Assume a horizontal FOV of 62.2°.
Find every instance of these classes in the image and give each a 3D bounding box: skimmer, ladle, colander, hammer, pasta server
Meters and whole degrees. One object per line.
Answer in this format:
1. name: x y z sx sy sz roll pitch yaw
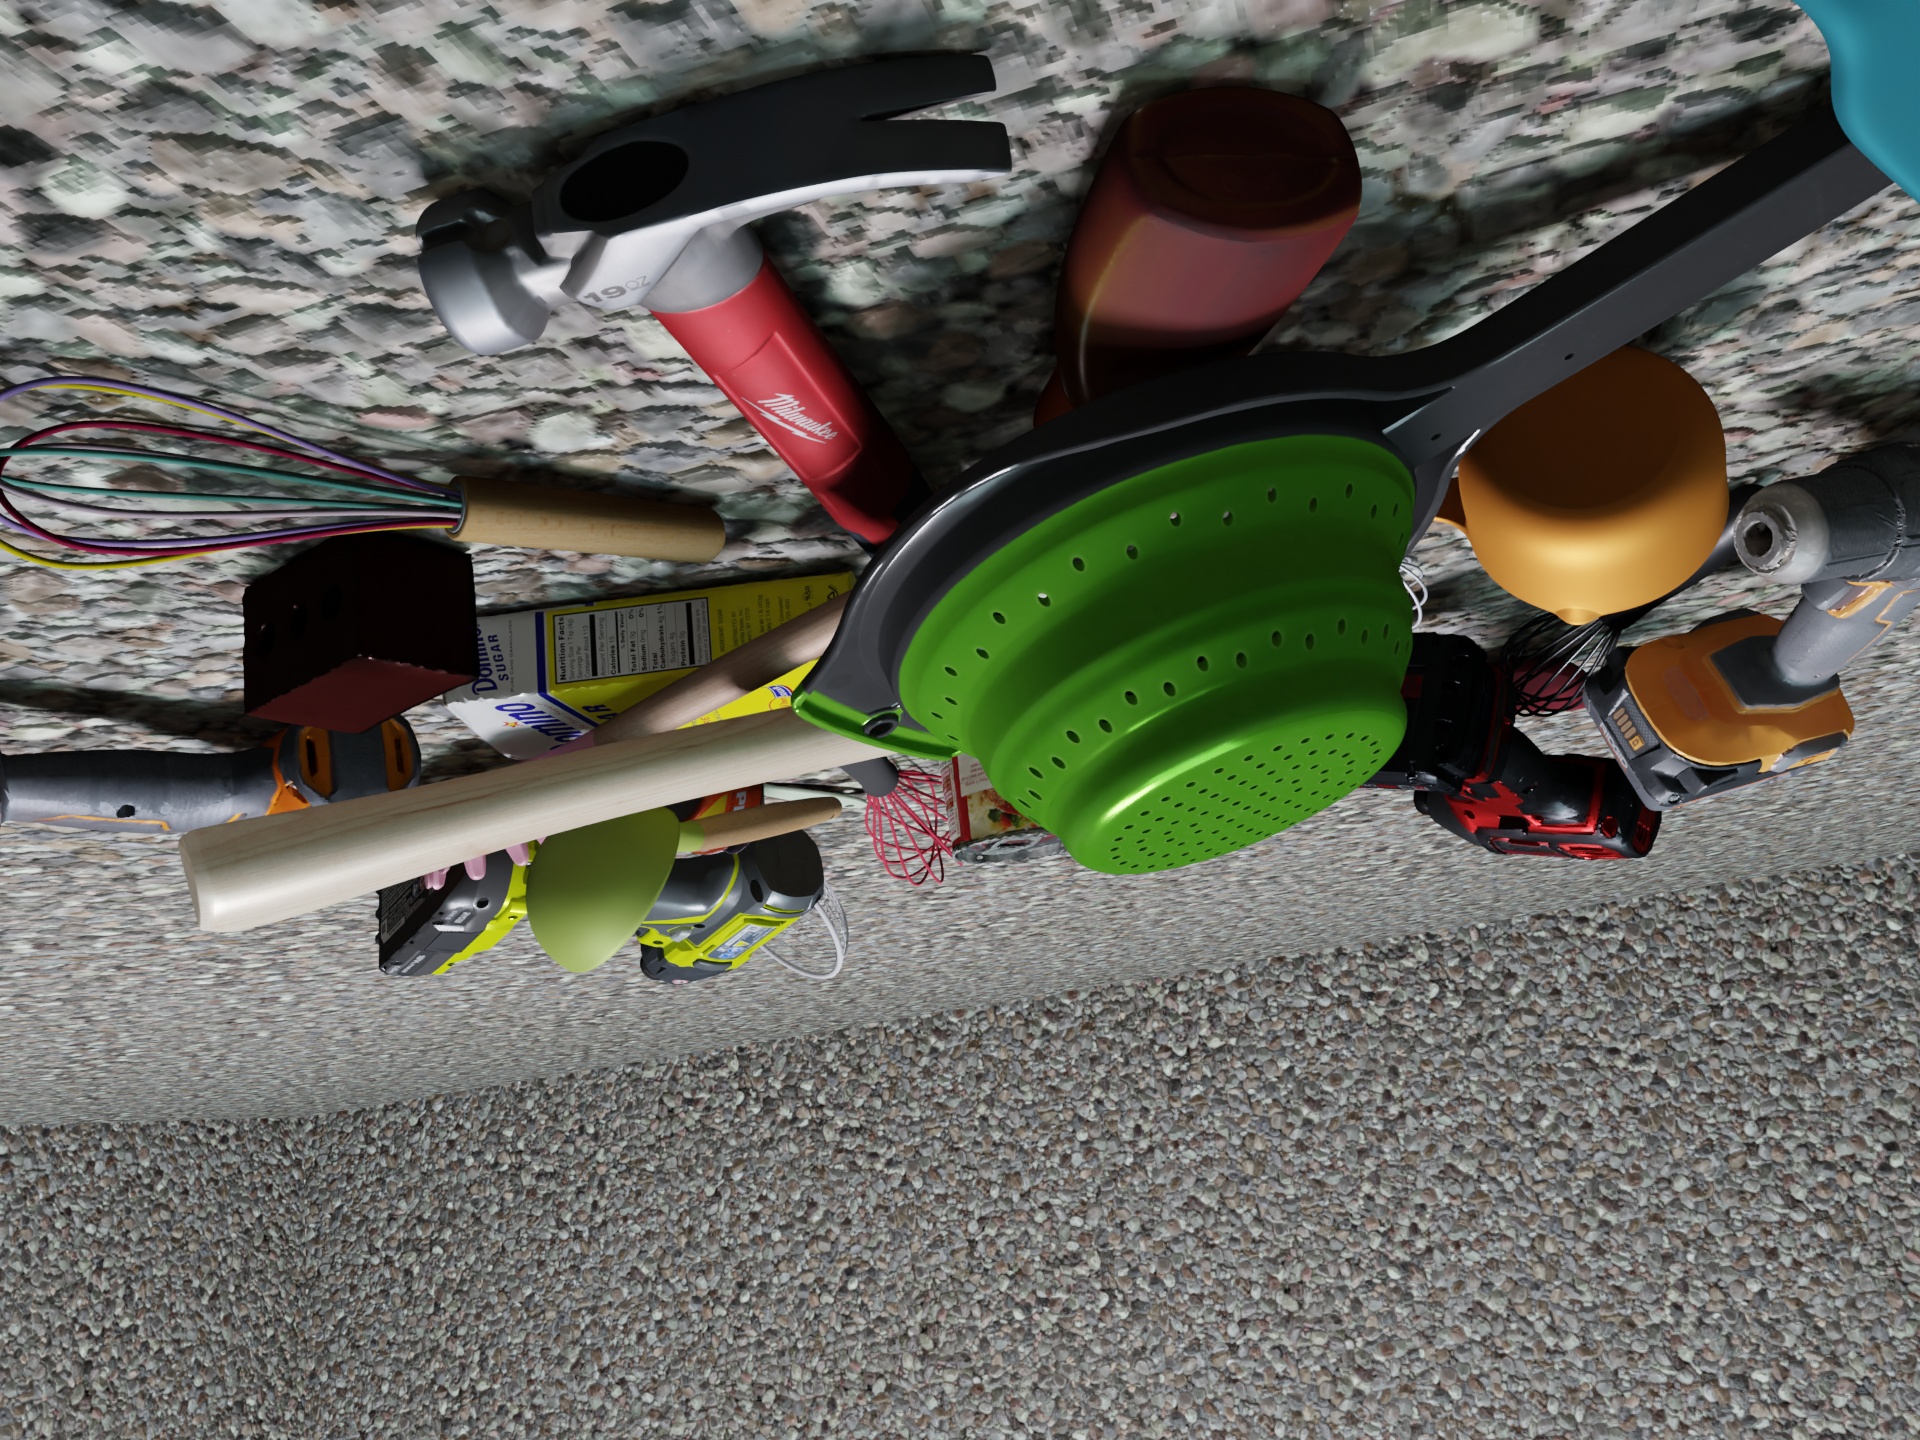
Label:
1. skimmer: -0.199 0.111 1.058 0.127 0.090 0.363 21 179 32
2. ladle: -0.112 0.063 0.779 0.078 0.062 0.320 -46 169 12
3. colander: 0.136 -0.053 0.468 0.397 0.095 0.204 -31 155 23
4. hammer: -0.066 0.005 0.596 0.410 0.038 0.146 -14 165 -31
5. ladle: 0.225 -0.016 0.932 0.315 0.031 0.069 -3 163 -10
6. hammer: -0.016 -0.083 0.543 0.143 0.038 0.386 -13 164 11
7. pasta server: -0.125 0.007 0.650 0.316 0.040 0.060 -24 173 36

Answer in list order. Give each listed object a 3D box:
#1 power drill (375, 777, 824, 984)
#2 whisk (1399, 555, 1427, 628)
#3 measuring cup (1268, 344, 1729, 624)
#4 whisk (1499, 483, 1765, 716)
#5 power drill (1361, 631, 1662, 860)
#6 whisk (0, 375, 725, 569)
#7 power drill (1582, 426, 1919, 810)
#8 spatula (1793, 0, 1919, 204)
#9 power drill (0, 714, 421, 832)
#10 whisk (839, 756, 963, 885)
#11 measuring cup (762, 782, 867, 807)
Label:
1. power drill: -0.215 0.107 0.930 0.223 0.080 0.171 13 144 -36
2. whisk: 0.154 -0.041 0.763 0.070 0.070 0.284 -7 170 -4
3. measuring cup: 0.180 -0.091 0.569 0.174 0.095 0.052 7 160 25
4. whisk: 0.336 -0.056 0.808 0.055 0.055 0.239 -5 160 -11
5. power drill: 0.275 0.024 0.878 0.219 0.078 0.143 23 166 -39
6. whisk: -0.184 -0.067 0.511 0.244 0.047 0.051 1 161 -41
7. power drill: 0.375 -0.045 0.712 0.185 0.084 0.226 -11 152 -21
8. spatula: 0.150 -0.164 0.321 0.317 0.044 0.082 3 136 -30
9. power drill: -0.384 0.039 0.727 0.226 0.084 0.164 -1 164 -38
10. whisk: -0.044 0.041 0.954 0.073 0.073 0.295 -10 158 9
11. measuring cup: -0.124 0.061 1.006 0.167 0.038 0.083 9 158 -41
